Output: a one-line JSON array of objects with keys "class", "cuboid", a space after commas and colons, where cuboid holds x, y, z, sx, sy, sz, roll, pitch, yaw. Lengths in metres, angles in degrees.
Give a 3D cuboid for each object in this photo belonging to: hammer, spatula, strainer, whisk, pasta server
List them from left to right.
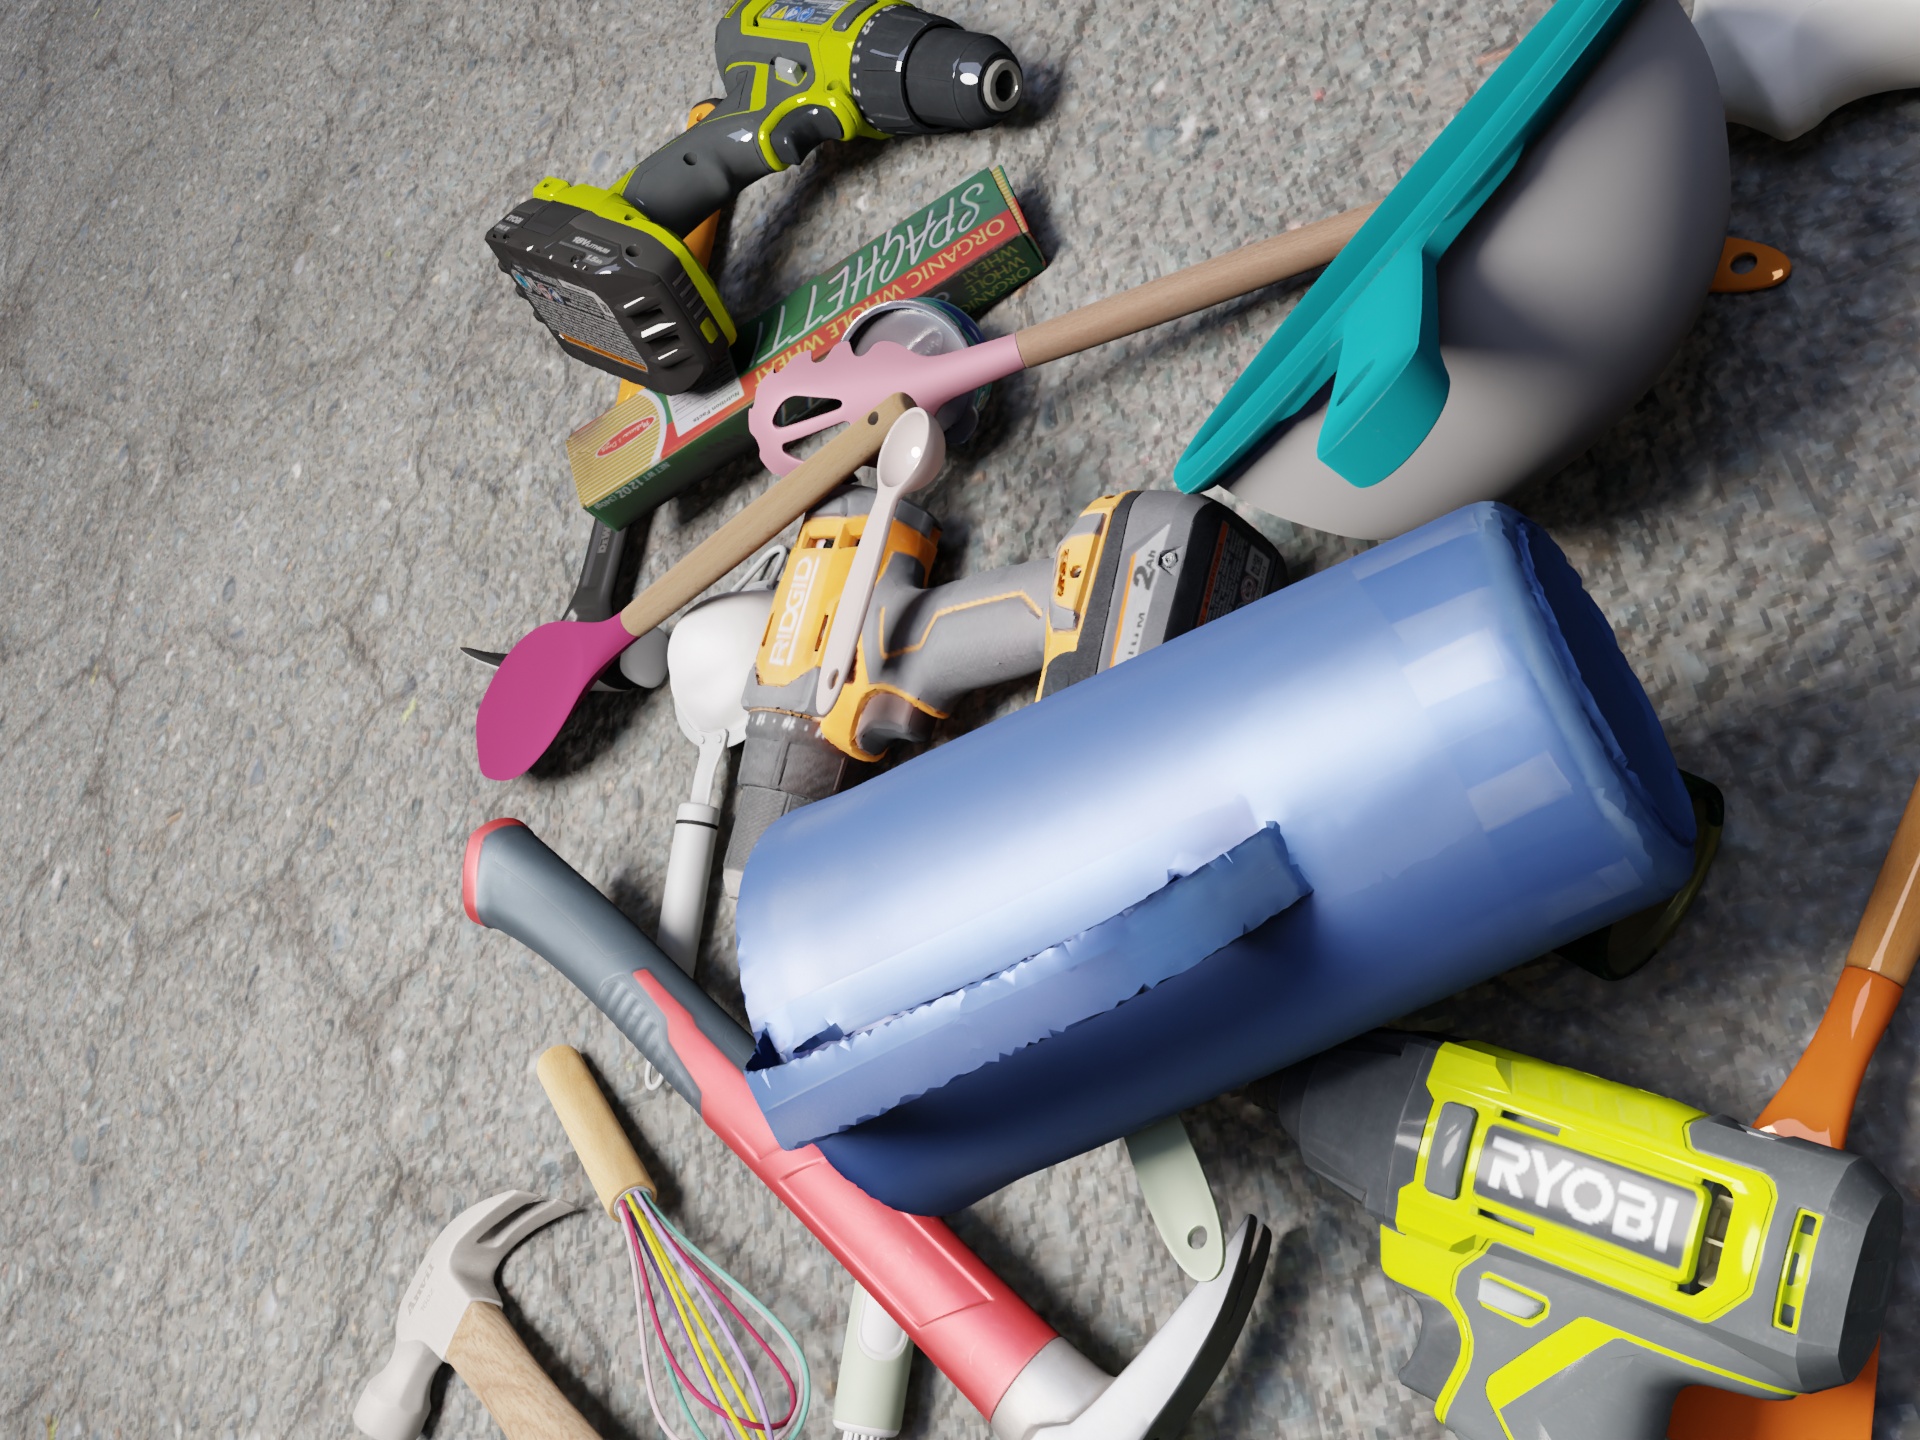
[{"class": "hammer", "cuboid": [-0.141, 0.284, 0.599, 0.331, 0.031, 0.130, 17, 82, 51]}, {"class": "hammer", "cuboid": [-0.171, -0.177, 0.844, 0.127, 0.034, 0.337, 2, 73, 36]}, {"class": "whisk", "cuboid": [-0.124, 0.204, 0.636, 0.051, 0.047, 0.245, -55, 41, 5]}, {"class": "strainer", "cuboid": [-0.117, 0.035, 0.717, 0.087, 0.050, 0.258, -4, 73, 41]}, {"class": "hammer", "cuboid": [-0.068, 0.132, 0.600, 0.387, 0.038, 0.143, 35, 80, 36]}, {"class": "whisk", "cuboid": [-0.035, 0.258, 0.562, 0.058, 0.059, 0.246, 10, 70, -1]}, {"class": "pasta server", "cuboid": [0.051, -0.161, 0.648, 0.316, 0.040, 0.060, -16, 104, 16]}, {"class": "strainer", "cuboid": [0.152, -0.103, 0.446, 0.095, 0.340, 0.211, 39, 120, -4]}, {"class": "spatula", "cuboid": [0.264, 0.052, 0.442, 0.081, 0.041, 0.322, 21, 81, 41]}]

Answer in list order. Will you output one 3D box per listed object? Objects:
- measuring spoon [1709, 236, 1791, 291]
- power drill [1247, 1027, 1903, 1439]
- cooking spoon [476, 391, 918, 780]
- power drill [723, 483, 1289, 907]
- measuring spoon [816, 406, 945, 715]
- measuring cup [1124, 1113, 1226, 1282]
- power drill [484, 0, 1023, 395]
[{"class": "measuring spoon", "cuboid": [0.230, -0.166, 0.559, 0.117, 0.011, 0.021, 23, 86, 40]}, {"class": "power drill", "cuboid": [0.132, 0.201, 0.428, 0.171, 0.080, 0.223, 11, 83, 42]}, {"class": "cooking spoon", "cuboid": [-0.132, -0.056, 0.717, 0.319, 0.017, 0.069, -32, 59, 35]}, {"class": "power drill", "cuboid": [-0.001, -0.002, 0.621, 0.226, 0.084, 0.185, 5, 75, 42]}, {"class": "measuring spoon", "cuboid": [-0.030, -0.060, 0.616, 0.034, 0.018, 0.124, 21, 94, 58]}, {"class": "measuring cup", "cuboid": [0.064, 0.116, 0.523, 0.083, 0.038, 0.168, -41, 36, 17]}, {"class": "power drill", "cuboid": [-0.095, -0.264, 0.761, 0.191, 0.080, 0.228, 28, 69, 40]}]
